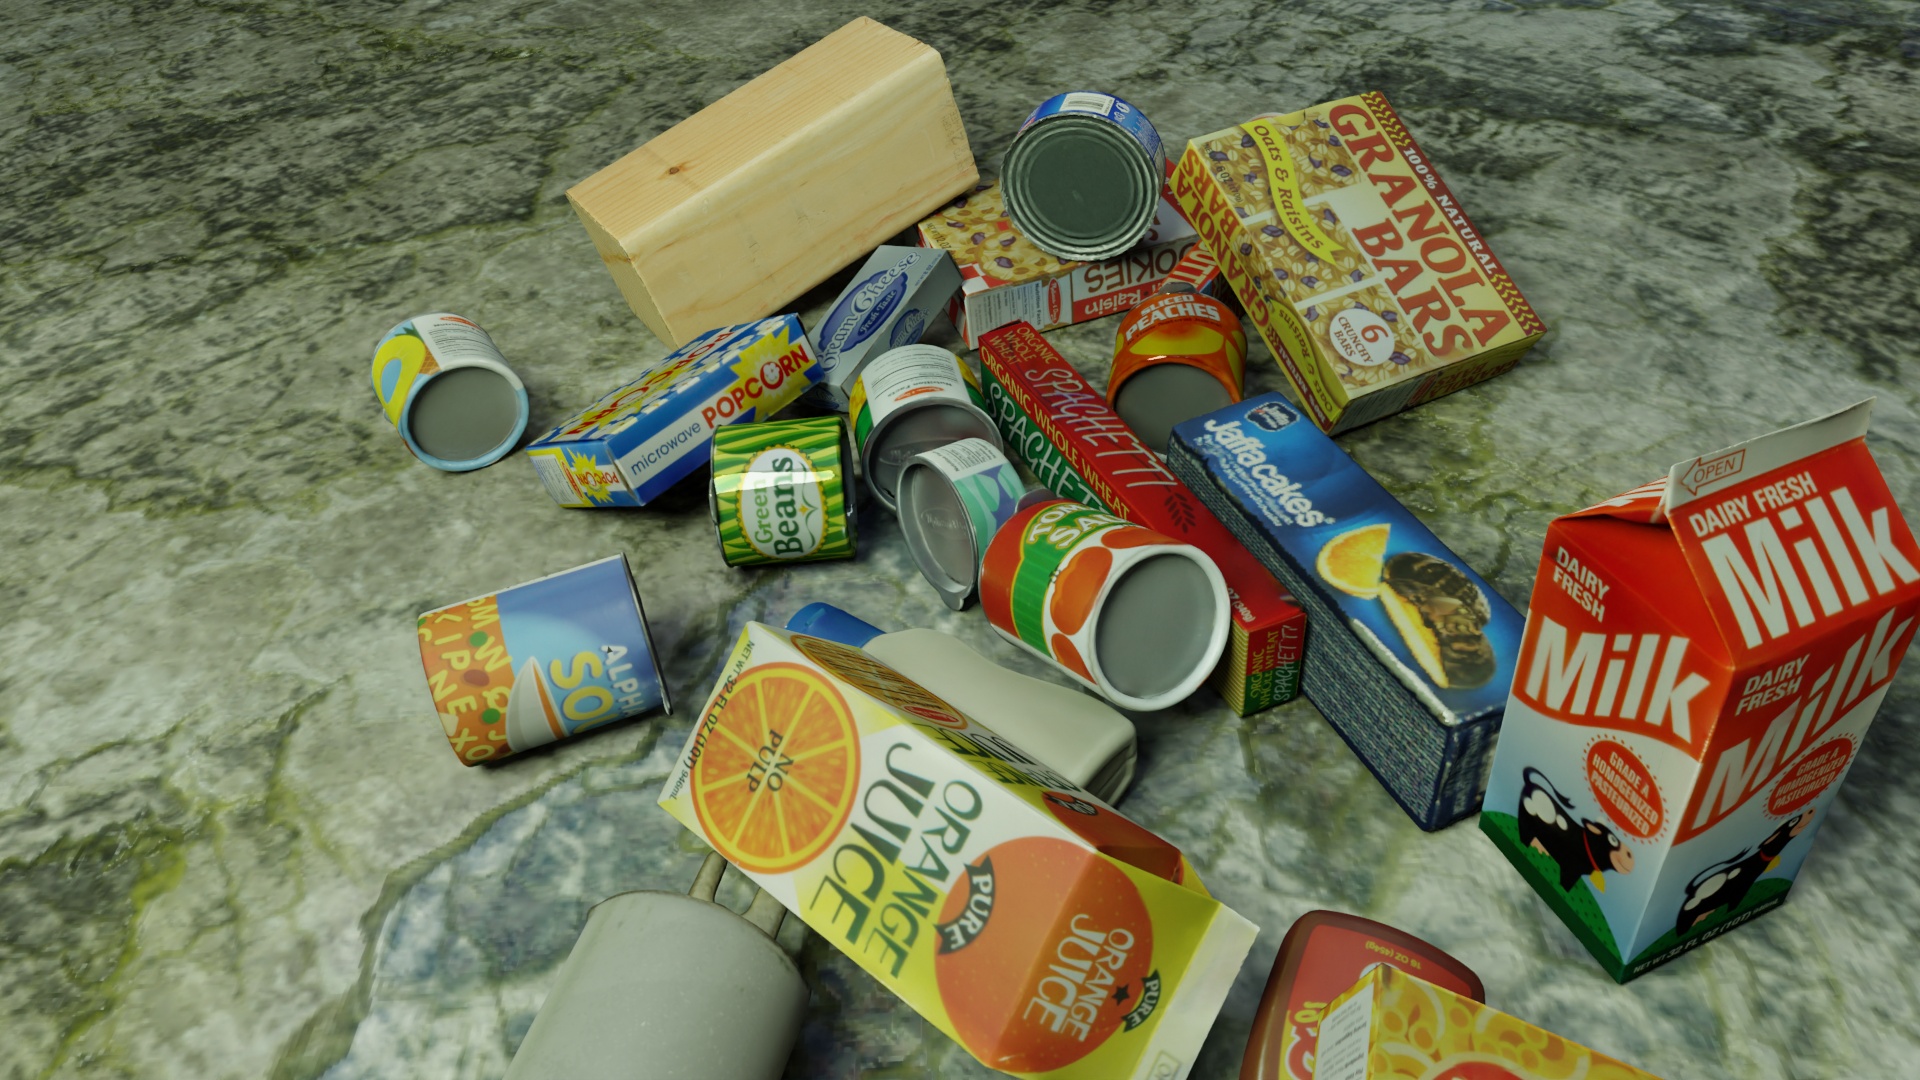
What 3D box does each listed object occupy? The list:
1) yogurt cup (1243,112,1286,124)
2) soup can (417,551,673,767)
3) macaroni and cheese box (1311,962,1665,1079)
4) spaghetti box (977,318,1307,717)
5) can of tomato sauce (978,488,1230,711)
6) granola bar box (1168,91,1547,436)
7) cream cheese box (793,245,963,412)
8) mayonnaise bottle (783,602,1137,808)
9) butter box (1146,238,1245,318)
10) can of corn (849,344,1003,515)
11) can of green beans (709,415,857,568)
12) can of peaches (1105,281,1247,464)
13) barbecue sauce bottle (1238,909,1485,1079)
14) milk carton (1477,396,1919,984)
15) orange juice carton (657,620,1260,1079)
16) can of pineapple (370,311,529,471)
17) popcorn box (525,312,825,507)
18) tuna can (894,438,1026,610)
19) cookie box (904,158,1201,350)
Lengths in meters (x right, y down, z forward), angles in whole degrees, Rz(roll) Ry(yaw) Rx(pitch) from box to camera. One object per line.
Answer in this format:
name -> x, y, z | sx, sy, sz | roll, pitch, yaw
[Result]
yogurt cup -> 0.181, -0.212, 0.829 | 0.072, 0.072, 0.054 | 25, 58, 31
soup can -> -0.166, 0.050, 0.561 | 0.084, 0.071, 0.071 | -18, 42, -13
macaroni and cheese box -> 0.140, 0.204, 0.328 | 0.124, 0.040, 0.167 | 23, 48, 0
spaghetti box -> 0.071, -0.021, 0.627 | 0.029, 0.050, 0.251 | -18, 42, -16
can of tomato sauce -> 0.055, 0.021, 0.545 | 0.071, 0.071, 0.083 | -24, 23, -20
granola bar box -> 0.201, -0.147, 0.710 | 0.124, 0.039, 0.166 | -19, 69, -19
cream cheese box -> -0.048, -0.114, 0.742 | 0.053, 0.024, 0.104 | 13, 59, 41
mayonnaise bottle -> -0.007, 0.067, 0.541 | 0.148, 0.041, 0.065 | 24, 48, 32
butter box -> 0.129, -0.128, 0.743 | 0.024, 0.052, 0.104 | 20, 47, 24
can of corn -> -0.017, -0.050, 0.660 | 0.071, 0.070, 0.058 | -10, 35, -5
can of green beans -> -0.079, -0.022, 0.635 | 0.058, 0.071, 0.071 | -5, 40, 1
can of peaches -> 0.105, -0.081, 0.677 | 0.071, 0.071, 0.058 | 4, 42, 11
barbecue sauce bottle -> 0.104, 0.180, 0.392 | 0.065, 0.043, 0.149 | 20, 47, 15
milk carton -> 0.223, 0.043, 0.426 | 0.072, 0.189, 0.074 | -18, 41, -14
orange juice carton -> 0.000, 0.103, 0.450 | 0.193, 0.073, 0.071 | 29, 93, 31
can of pineapple -> -0.266, -0.076, 0.722 | 0.071, 0.070, 0.058 | -25, 44, -21
popcorn box -> -0.140, -0.064, 0.688 | 0.085, 0.038, 0.127 | 0, 33, 49
tuna can -> 0.002, -0.008, 0.609 | 0.033, 0.070, 0.071 | -21, 42, -27
cookie box -> 0.063, -0.178, 0.819 | 0.168, 0.040, 0.123 | -16, 41, -12
